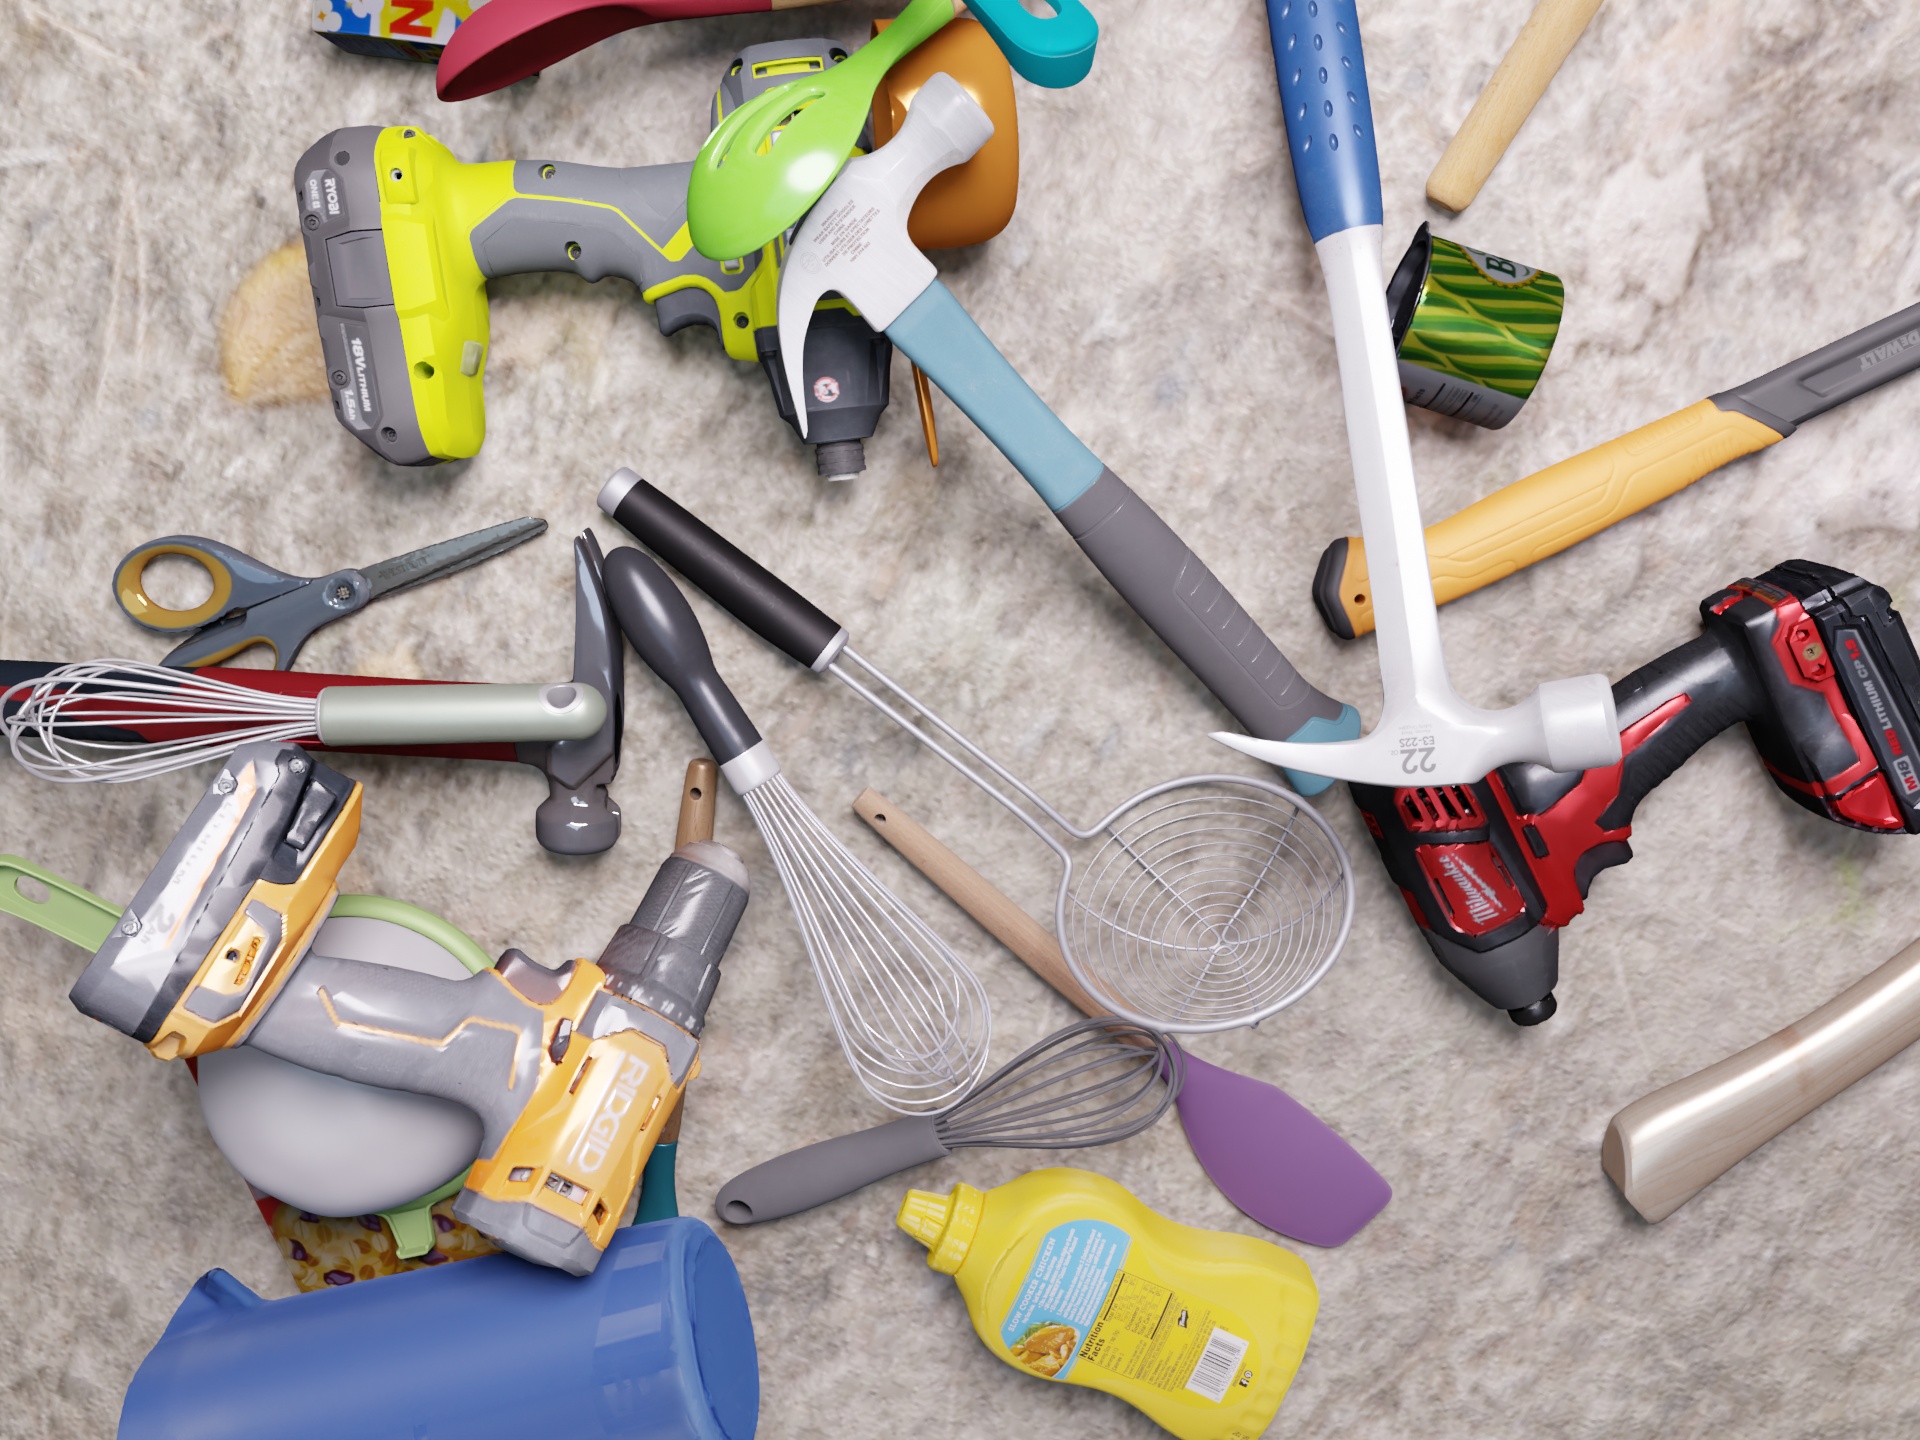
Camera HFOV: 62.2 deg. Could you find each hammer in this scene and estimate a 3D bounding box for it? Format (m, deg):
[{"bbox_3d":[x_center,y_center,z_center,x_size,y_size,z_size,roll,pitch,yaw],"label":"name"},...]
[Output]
[{"bbox_3d":[-0.343,-0.021,0.695,0.386,0.038,0.143,3,106,-2],"label":"hammer"},{"bbox_3d":[0.144,-0.174,0.609,0.144,0.035,0.405,-9,84,21],"label":"hammer"},{"bbox_3d":[0.468,0.095,0.703,0.410,0.038,0.146,-41,98,9],"label":"hammer"},{"bbox_3d":[0.312,-0.110,0.671,0.337,0.034,0.127,-24,98,7],"label":"hammer"},{"bbox_3d":[0.057,-0.085,0.640,0.128,0.033,0.330,-42,113,11],"label":"hammer"}]

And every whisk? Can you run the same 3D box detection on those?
[{"bbox_3d":[-0.009,0.191,0.731,0.239,0.055,0.055,-22,99,15],"label":"whisk"},{"bbox_3d":[-0.272,-0.001,0.663,0.246,0.058,0.059,-1,139,-4],"label":"whisk"},{"bbox_3d":[-0.075,0.048,0.690,0.070,0.070,0.284,-31,96,8],"label":"whisk"},{"bbox_3d":[0.261,-0.317,0.635,0.047,0.051,0.245,36,105,17],"label":"whisk"}]

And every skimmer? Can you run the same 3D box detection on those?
[{"bbox_3d":[-0.001,-0.002,0.676,0.363,0.090,0.127,37,68,-2],"label":"skimmer"}]

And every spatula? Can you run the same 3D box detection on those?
[{"bbox_3d":[0.071,0.139,0.736,0.316,0.018,0.060,42,104,-6],"label":"spatula"},{"bbox_3d":[-0.137,0.174,0.739,0.082,0.044,0.317,8,100,4],"label":"spatula"}]

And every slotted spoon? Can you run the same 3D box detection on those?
[{"bbox_3d":[0.006,-0.278,0.583,0.314,0.070,0.031,-50,135,-20],"label":"slotted spoon"}]

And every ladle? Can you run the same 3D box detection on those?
[{"bbox_3d":[-0.050,-0.288,0.621,0.315,0.069,0.031,-15,103,-10],"label":"ladle"}]

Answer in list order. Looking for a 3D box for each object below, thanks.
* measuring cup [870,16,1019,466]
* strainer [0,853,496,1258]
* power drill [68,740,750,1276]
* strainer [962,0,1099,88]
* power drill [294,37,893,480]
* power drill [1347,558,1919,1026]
[{"bbox_3d":[-0.001,-0.192,0.639,0.052,0.095,0.173,-9,99,-5],"label":"measuring cup"},{"bbox_3d":[-0.313,0.131,0.680,0.256,0.069,0.151,29,100,-6],"label":"strainer"},{"bbox_3d":[-0.203,0.093,0.641,0.226,0.084,0.185,34,66,-20],"label":"power drill"},{"bbox_3d":[-0.056,-0.303,0.563,0.211,0.095,0.341,-26,65,-18],"label":"strainer"},{"bbox_3d":[-0.141,-0.176,0.656,0.223,0.080,0.171,-6,99,0],"label":"power drill"},{"bbox_3d":[0.292,0.034,0.680,0.219,0.078,0.143,-26,99,10],"label":"power drill"}]
